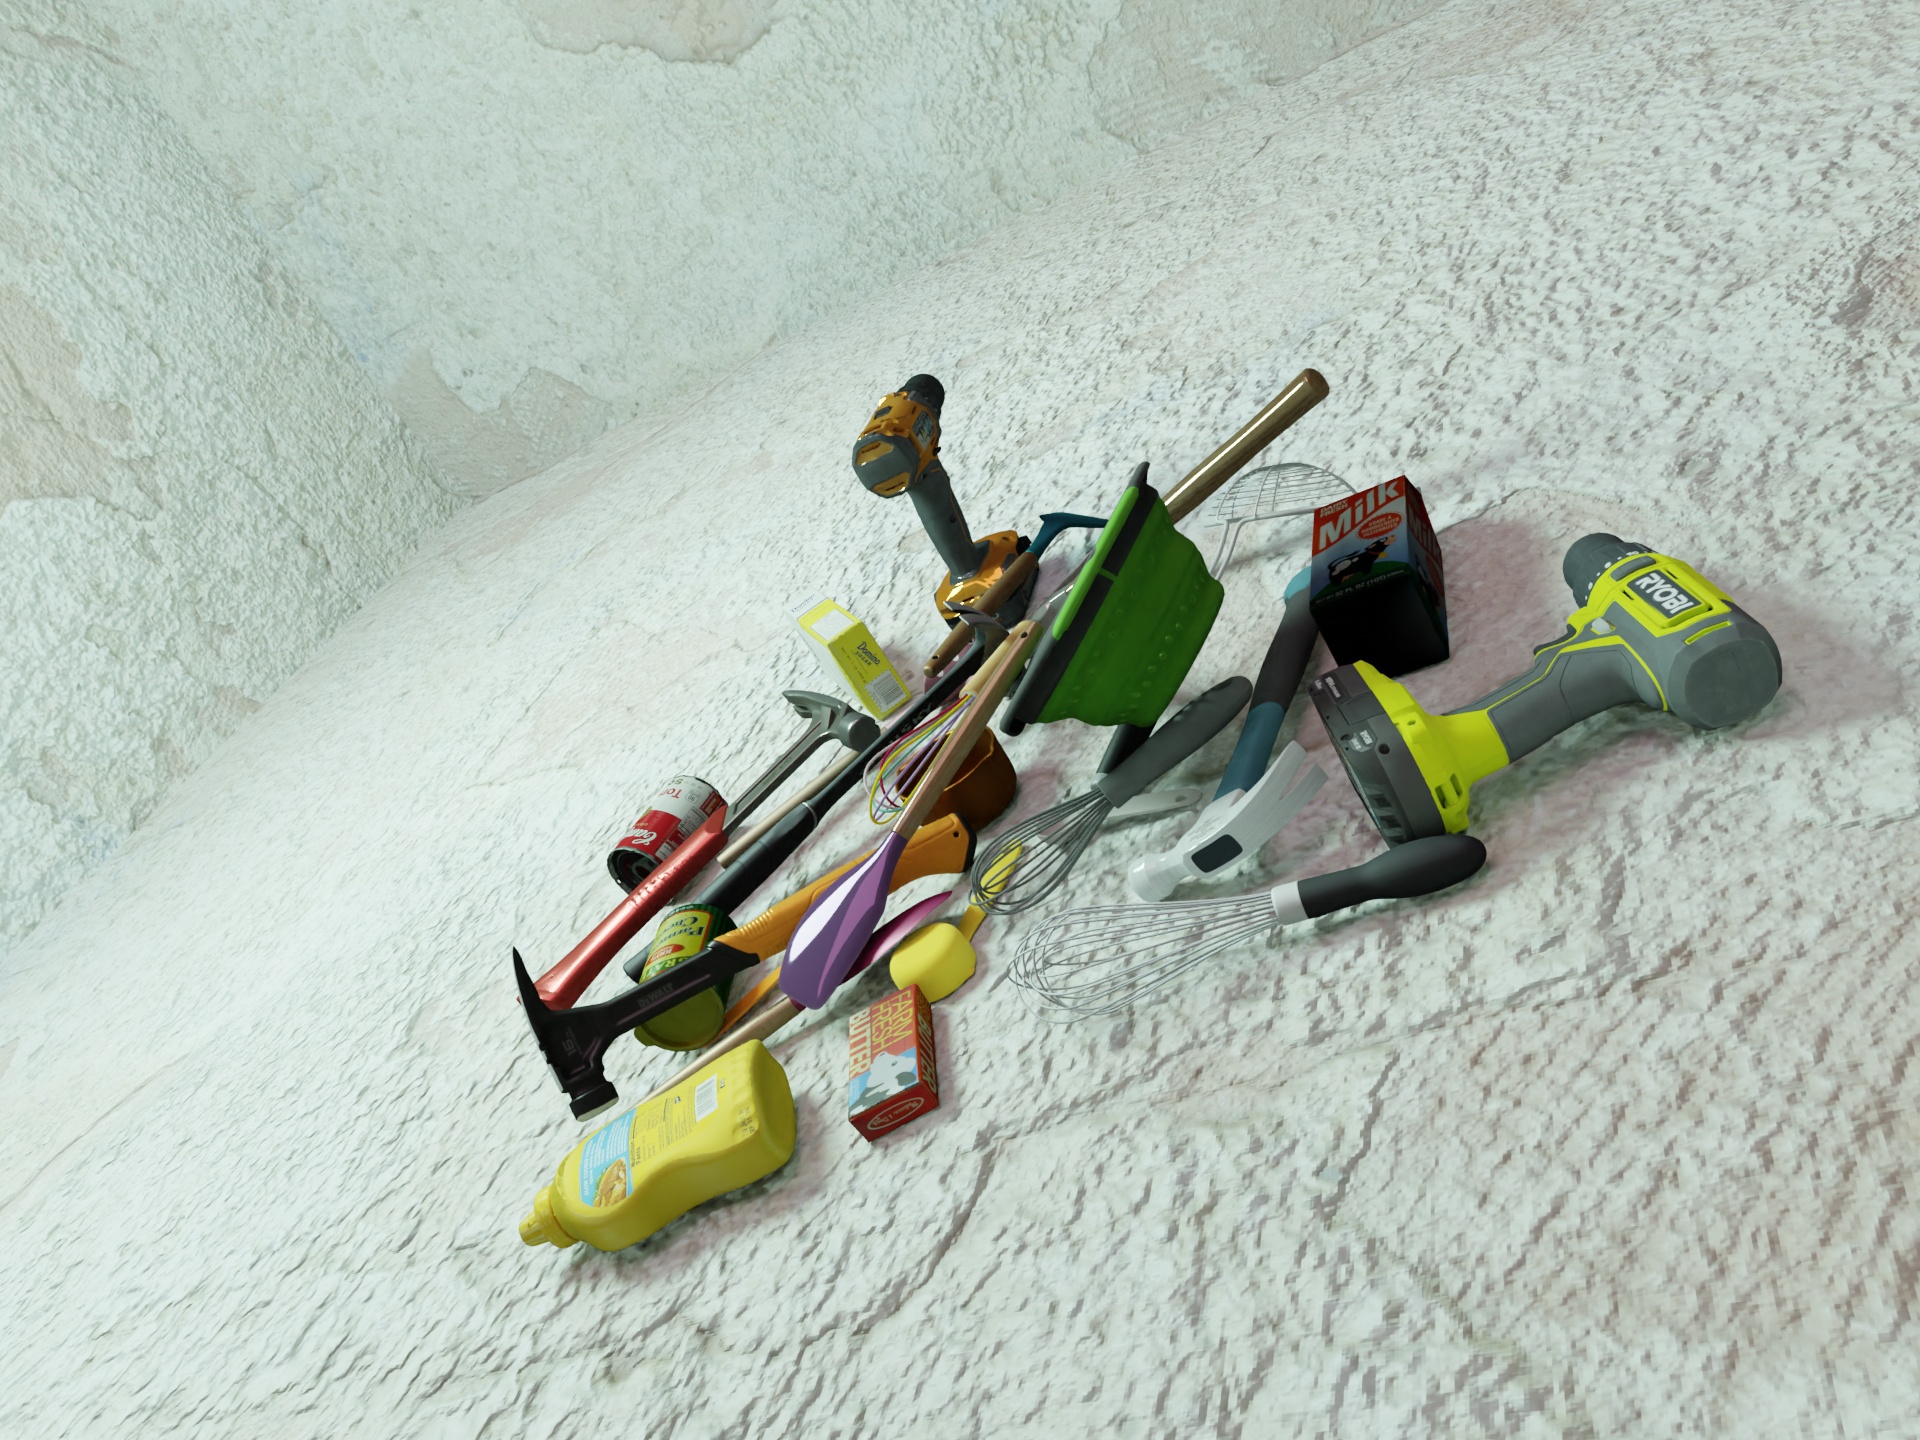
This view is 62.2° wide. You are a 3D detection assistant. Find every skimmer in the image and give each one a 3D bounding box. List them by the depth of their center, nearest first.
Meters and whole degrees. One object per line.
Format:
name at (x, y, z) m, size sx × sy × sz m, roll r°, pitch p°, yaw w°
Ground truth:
skimmer at (0.200, -0.069, 1.223) m, size 0.127 × 0.090 × 0.363 m, roll -2°, pitch 49°, yaw 46°

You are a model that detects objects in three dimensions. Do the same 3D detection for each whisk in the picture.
whisk at (0.158, 0.114, 0.910) m, size 0.284 × 0.070 × 0.070 m, roll -19°, pitch 28°, yaw 18°
whisk at (0.099, 0.049, 1.061) m, size 0.239 × 0.055 × 0.055 m, roll -40°, pitch 24°, yaw 6°
whisk at (-0.002, -0.005, 1.207) m, size 0.051 × 0.047 × 0.245 m, roll -11°, pitch 29°, yaw 43°

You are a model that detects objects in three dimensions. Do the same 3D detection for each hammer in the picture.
hammer at (0.209, -0.011, 1.078) m, size 0.128 × 0.033 × 0.331 m, roll -34°, pitch 16°, yaw 39°
hammer at (-0.141, 0.145, 1.117) m, size 0.337 × 0.127 × 0.034 m, roll -26°, pitch -10°, yaw -16°
hammer at (-0.109, 0.063, 1.271) m, size 0.409 × 0.149 × 0.036 m, roll -44°, pitch 63°, yaw -8°
hammer at (-0.225, 0.109, 1.317) m, size 0.359 × 0.036 × 0.149 m, roll -45°, pitch 29°, yaw -18°
hammer at (0.173, -0.174, 1.318) m, size 0.331 × 0.031 × 0.130 m, roll -41°, pitch 5°, yaw 33°

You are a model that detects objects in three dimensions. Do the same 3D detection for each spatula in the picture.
spatula at (-0.030, 0.059, 1.111) m, size 0.060 × 0.018 × 0.316 m, roll 24°, pitch 74°, yaw 38°
spatula at (0.053, -0.122, 1.418) m, size 0.082 × 0.044 × 0.317 m, roll 14°, pitch 43°, yaw 27°

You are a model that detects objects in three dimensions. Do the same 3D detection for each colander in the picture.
colander at (0.108, -0.051, 1.147) m, size 0.204 × 0.094 × 0.397 m, roll -62°, pitch -1°, yaw -9°

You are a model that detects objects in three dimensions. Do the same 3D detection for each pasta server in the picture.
pasta server at (-0.088, 0.022, 1.391) m, size 0.316 × 0.060 × 0.040 m, roll -38°, pitch 63°, yaw -5°

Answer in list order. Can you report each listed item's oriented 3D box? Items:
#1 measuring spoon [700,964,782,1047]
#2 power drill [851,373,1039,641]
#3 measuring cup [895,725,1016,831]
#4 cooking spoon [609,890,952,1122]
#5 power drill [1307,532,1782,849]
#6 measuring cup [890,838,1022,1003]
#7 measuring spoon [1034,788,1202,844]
measuring spoon at (-0.144, 0.201, 1.166) m, size 0.117 × 0.011 × 0.021 m, roll -42°, pitch 18°, yaw -10°
power drill at (-0.011, -0.210, 1.498) m, size 0.084 × 0.226 × 0.185 m, roll -21°, pitch 27°, yaw 25°
measuring cup at (0.017, 0.025, 1.245) m, size 0.095 × 0.052 × 0.174 m, roll -13°, pitch 29°, yaw 37°
cooking spoon at (-0.135, 0.211, 1.103) m, size 0.319 × 0.017 × 0.069 m, roll -36°, pitch 0°, yaw 2°
power drill at (0.329, -0.027, 0.933) m, size 0.228 × 0.080 × 0.191 m, roll -26°, pitch 25°, yaw 9°
measuring cup at (0.001, 0.128, 1.094) m, size 0.062 × 0.029 × 0.157 m, roll -10°, pitch 34°, yaw 41°
measuring spoon at (0.110, 0.067, 1.102) m, size 0.124 × 0.018 × 0.034 m, roll -13°, pitch 29°, yaw 24°
